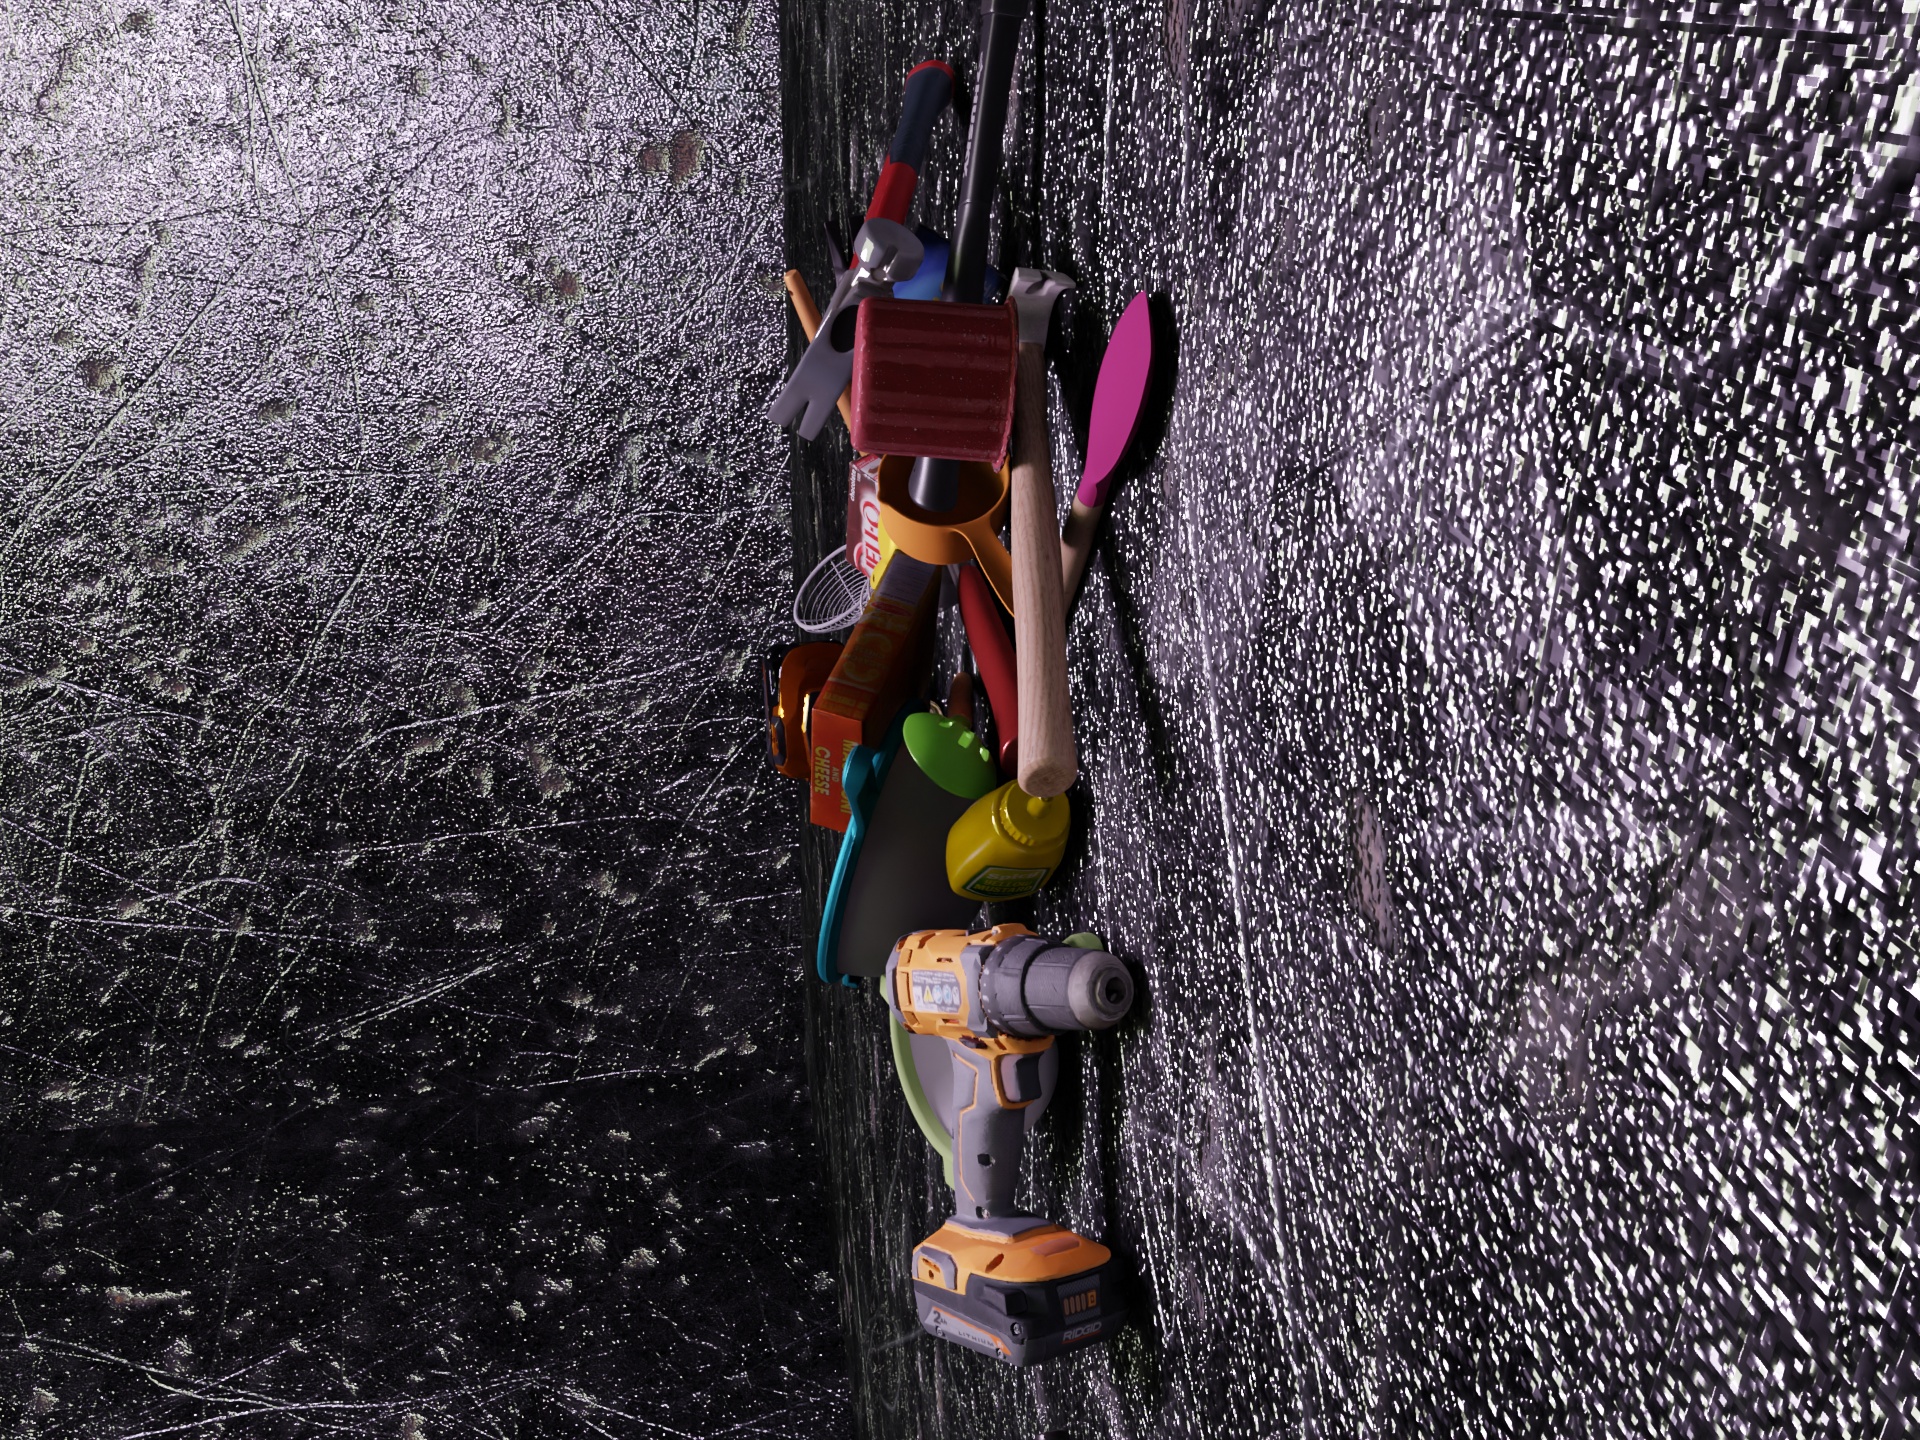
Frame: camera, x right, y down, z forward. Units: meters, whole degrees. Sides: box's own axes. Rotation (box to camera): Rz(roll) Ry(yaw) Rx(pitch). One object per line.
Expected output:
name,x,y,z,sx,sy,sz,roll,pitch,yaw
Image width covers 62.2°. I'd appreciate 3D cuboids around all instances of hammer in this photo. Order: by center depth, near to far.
hammer,0.039,-0.110,0.838,0.130,0.031,0.332,103,168,-55
hammer,0.008,-0.289,0.938,0.146,0.035,0.334,-117,34,-67
hammer,-0.051,-0.335,1.049,0.143,0.038,0.387,-53,18,37
hammer,0.014,-0.079,1.095,0.359,0.036,0.149,-108,17,-58
hammer,-0.040,-0.303,1.206,0.337,0.034,0.127,-131,29,-62

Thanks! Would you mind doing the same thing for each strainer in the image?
strainer,0.040,0.183,0.984,0.256,0.069,0.152,-49,55,50
strainer,-0.023,0.080,1.063,0.340,0.095,0.211,89,-160,-75

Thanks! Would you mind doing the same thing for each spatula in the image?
spatula,-0.087,-0.231,1.355,0.081,0.041,0.322,26,148,48

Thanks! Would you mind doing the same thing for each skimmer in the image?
skimmer,-0.106,-0.198,1.606,0.127,0.090,0.363,-63,-2,-25

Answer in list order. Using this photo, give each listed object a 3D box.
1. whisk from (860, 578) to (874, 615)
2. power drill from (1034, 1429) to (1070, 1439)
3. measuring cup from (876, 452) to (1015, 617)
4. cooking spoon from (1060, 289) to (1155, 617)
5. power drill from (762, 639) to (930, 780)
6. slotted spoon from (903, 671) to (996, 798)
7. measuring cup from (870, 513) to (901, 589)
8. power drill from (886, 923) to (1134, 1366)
whisk,-0.045,-0.020,1.366,0.057,0.059,0.246,21,-126,-60
power drill,0.069,0.446,0.837,0.219,0.078,0.143,99,165,-62
measuring cup,0.007,-0.114,1.043,0.174,0.095,0.052,60,164,27
cooking spoon,0.064,-0.104,0.838,0.318,0.017,0.069,106,165,-61
power drill,-0.092,-0.012,1.331,0.227,0.084,0.164,18,112,61
slotted spoon,-0.002,-0.003,1.095,0.031,0.070,0.314,-51,6,9
measuring cup,-0.061,-0.133,1.275,0.156,0.029,0.062,144,122,-67
power drill,0.035,0.225,0.869,0.185,0.084,0.226,-12,82,55
